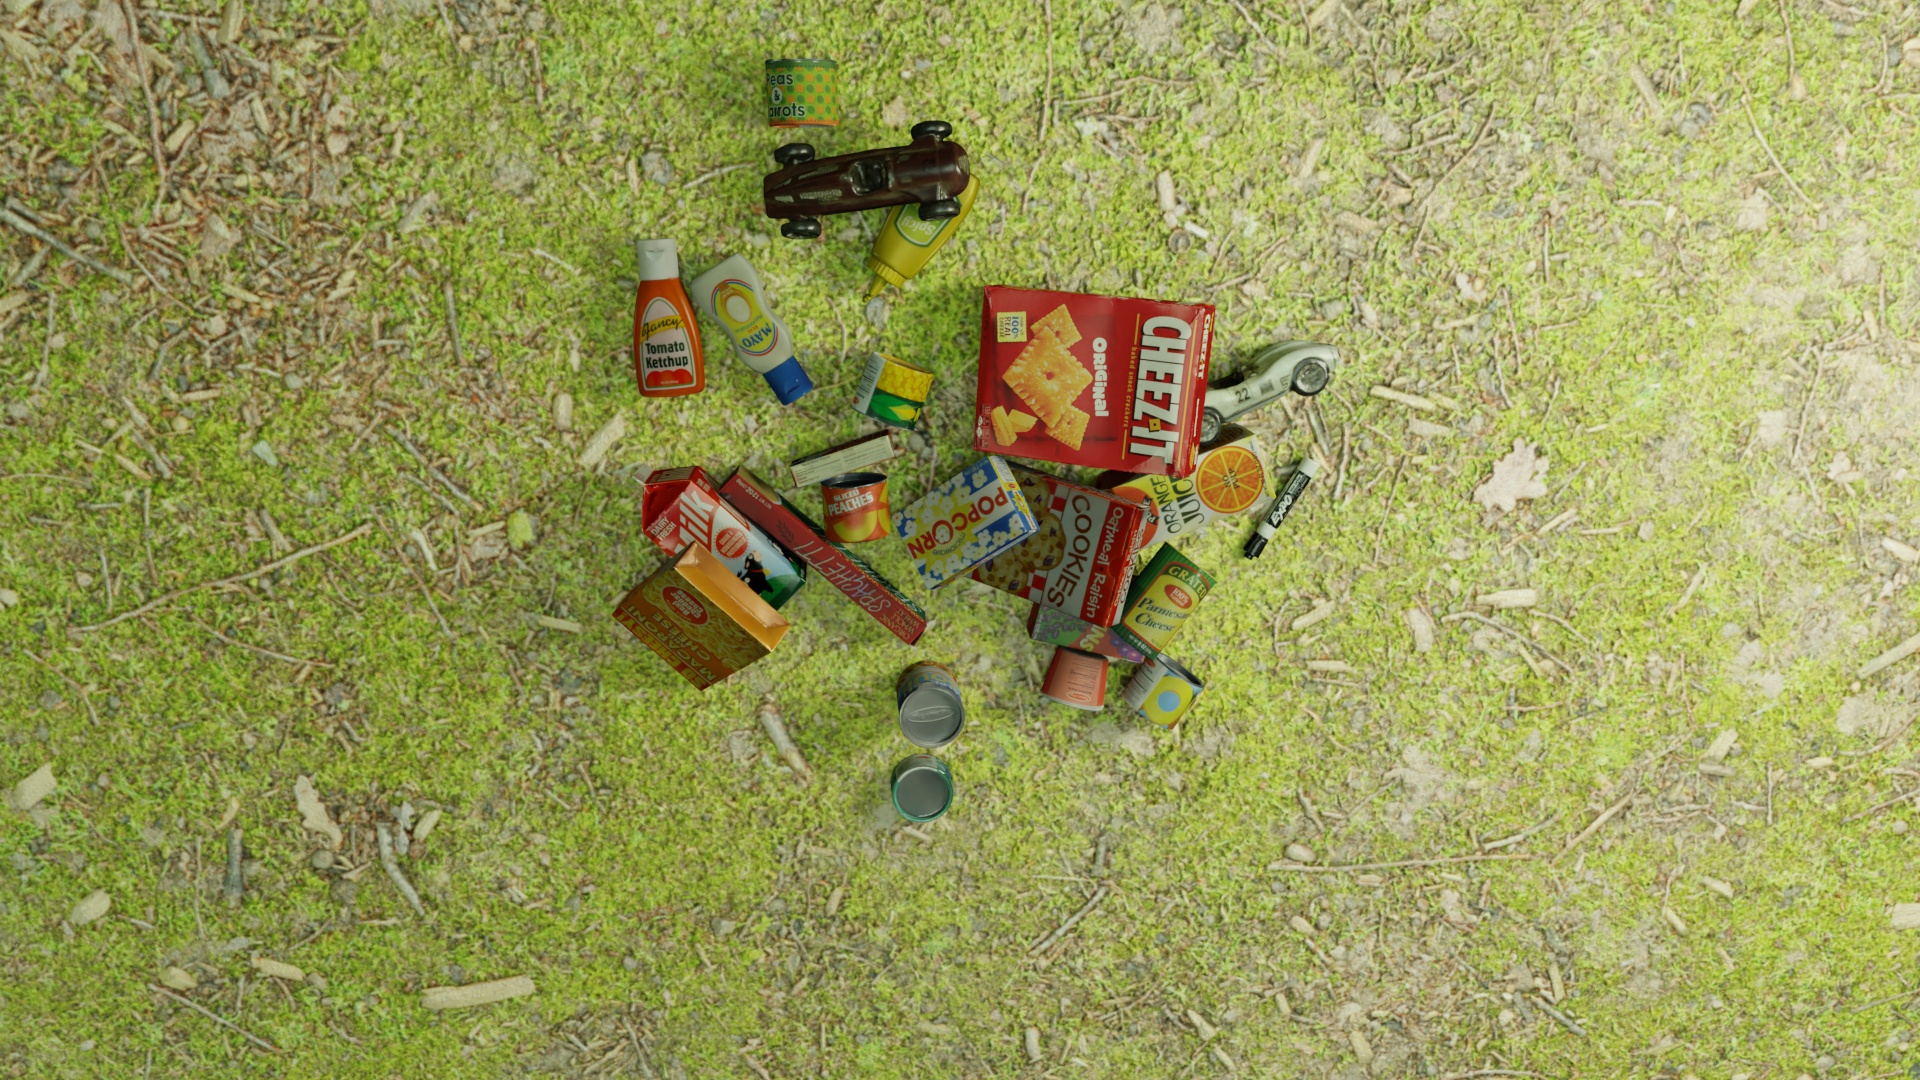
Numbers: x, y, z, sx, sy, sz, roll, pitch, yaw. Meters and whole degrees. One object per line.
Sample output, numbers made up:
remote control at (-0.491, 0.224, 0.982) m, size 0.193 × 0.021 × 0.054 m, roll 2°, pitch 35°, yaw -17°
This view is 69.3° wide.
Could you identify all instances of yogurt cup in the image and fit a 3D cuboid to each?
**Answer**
yogurt cup at (0.121, 0.141, 1.439) m, size 0.072 × 0.072 × 0.054 m, roll 13°, pitch 94°, yaw -8°

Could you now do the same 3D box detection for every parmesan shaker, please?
parmesan shaker at (0.200, 0.062, 1.385) m, size 0.071 × 0.071 × 0.103 m, roll 37°, pitch 93°, yaw -12°

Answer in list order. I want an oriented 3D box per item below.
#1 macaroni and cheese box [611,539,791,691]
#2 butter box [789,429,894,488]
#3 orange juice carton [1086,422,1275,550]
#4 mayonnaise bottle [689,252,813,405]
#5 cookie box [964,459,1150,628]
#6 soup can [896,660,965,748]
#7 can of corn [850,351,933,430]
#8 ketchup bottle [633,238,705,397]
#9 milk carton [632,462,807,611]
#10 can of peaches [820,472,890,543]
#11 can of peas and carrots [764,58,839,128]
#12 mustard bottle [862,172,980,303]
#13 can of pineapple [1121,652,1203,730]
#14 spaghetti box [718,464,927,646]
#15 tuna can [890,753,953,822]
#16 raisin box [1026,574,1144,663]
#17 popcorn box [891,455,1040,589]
macaroni and cheese box at (-0.254, 0.077, 1.349) m, size 0.123 × 0.166 × 0.040 m, roll 43°, pitch 54°, yaw -13°
butter box at (-0.116, -0.081, 1.370) m, size 0.103 × 0.053 × 0.024 m, roll -18°, pitch 102°, yaw -1°
orange juice carton at (0.208, -0.047, 1.395) m, size 0.193 × 0.073 × 0.071 m, roll -21°, pitch 105°, yaw 1°
mayonnaise bottle at (-0.197, -0.201, 1.340) m, size 0.065 × 0.041 × 0.148 m, roll -33°, pitch 103°, yaw 2°
cookie box at (0.091, 0.001, 1.369) m, size 0.167 × 0.040 × 0.122 m, roll 20°, pitch 103°, yaw 27°
soup can at (-0.032, 0.163, 1.419) m, size 0.071 × 0.084 × 0.071 m, roll -1°, pitch 104°, yaw -5°
can of corn at (-0.064, -0.145, 1.353) m, size 0.071 × 0.071 × 0.058 m, roll 19°, pitch 101°, yaw -9°
ketchup bottle at (-0.283, -0.213, 1.329) m, size 0.065 × 0.043 × 0.148 m, roll -5°, pitch 103°, yaw -4°
milk carton at (-0.245, -0.006, 1.367) m, size 0.190 × 0.072 × 0.073 m, roll 43°, pitch 97°, yaw -13°
can of peaches at (-0.104, -0.032, 1.373) m, size 0.071 × 0.071 × 0.058 m, roll -4°, pitch 105°, yaw -4°
can of peas and carrots at (-0.147, -0.411, 1.280) m, size 0.071 × 0.071 × 0.058 m, roll -3°, pitch 104°, yaw -4°
mustard bottle at (-0.046, -0.292, 1.327) m, size 0.065 × 0.049 × 0.160 m, roll 34°, pitch 98°, yaw -5°
can of pineapple at (0.212, 0.157, 1.448) m, size 0.071 × 0.071 × 0.057 m, roll 32°, pitch 100°, yaw -11°
spaghetti box at (-0.134, 0.015, 1.393) m, size 0.250 × 0.050 × 0.028 m, roll 40°, pitch 99°, yaw -13°
tuna can at (-0.040, 0.265, 1.469) m, size 0.071 × 0.033 × 0.071 m, roll -1°, pitch 103°, yaw -4°
raisin box at (0.139, 0.071, 1.435) m, size 0.123 × 0.040 × 0.086 m, roll 13°, pitch 101°, yaw -9°
popcorn box at (0.005, -0.017, 1.367) m, size 0.126 × 0.038 × 0.085 m, roll -31°, pitch 80°, yaw 25°
